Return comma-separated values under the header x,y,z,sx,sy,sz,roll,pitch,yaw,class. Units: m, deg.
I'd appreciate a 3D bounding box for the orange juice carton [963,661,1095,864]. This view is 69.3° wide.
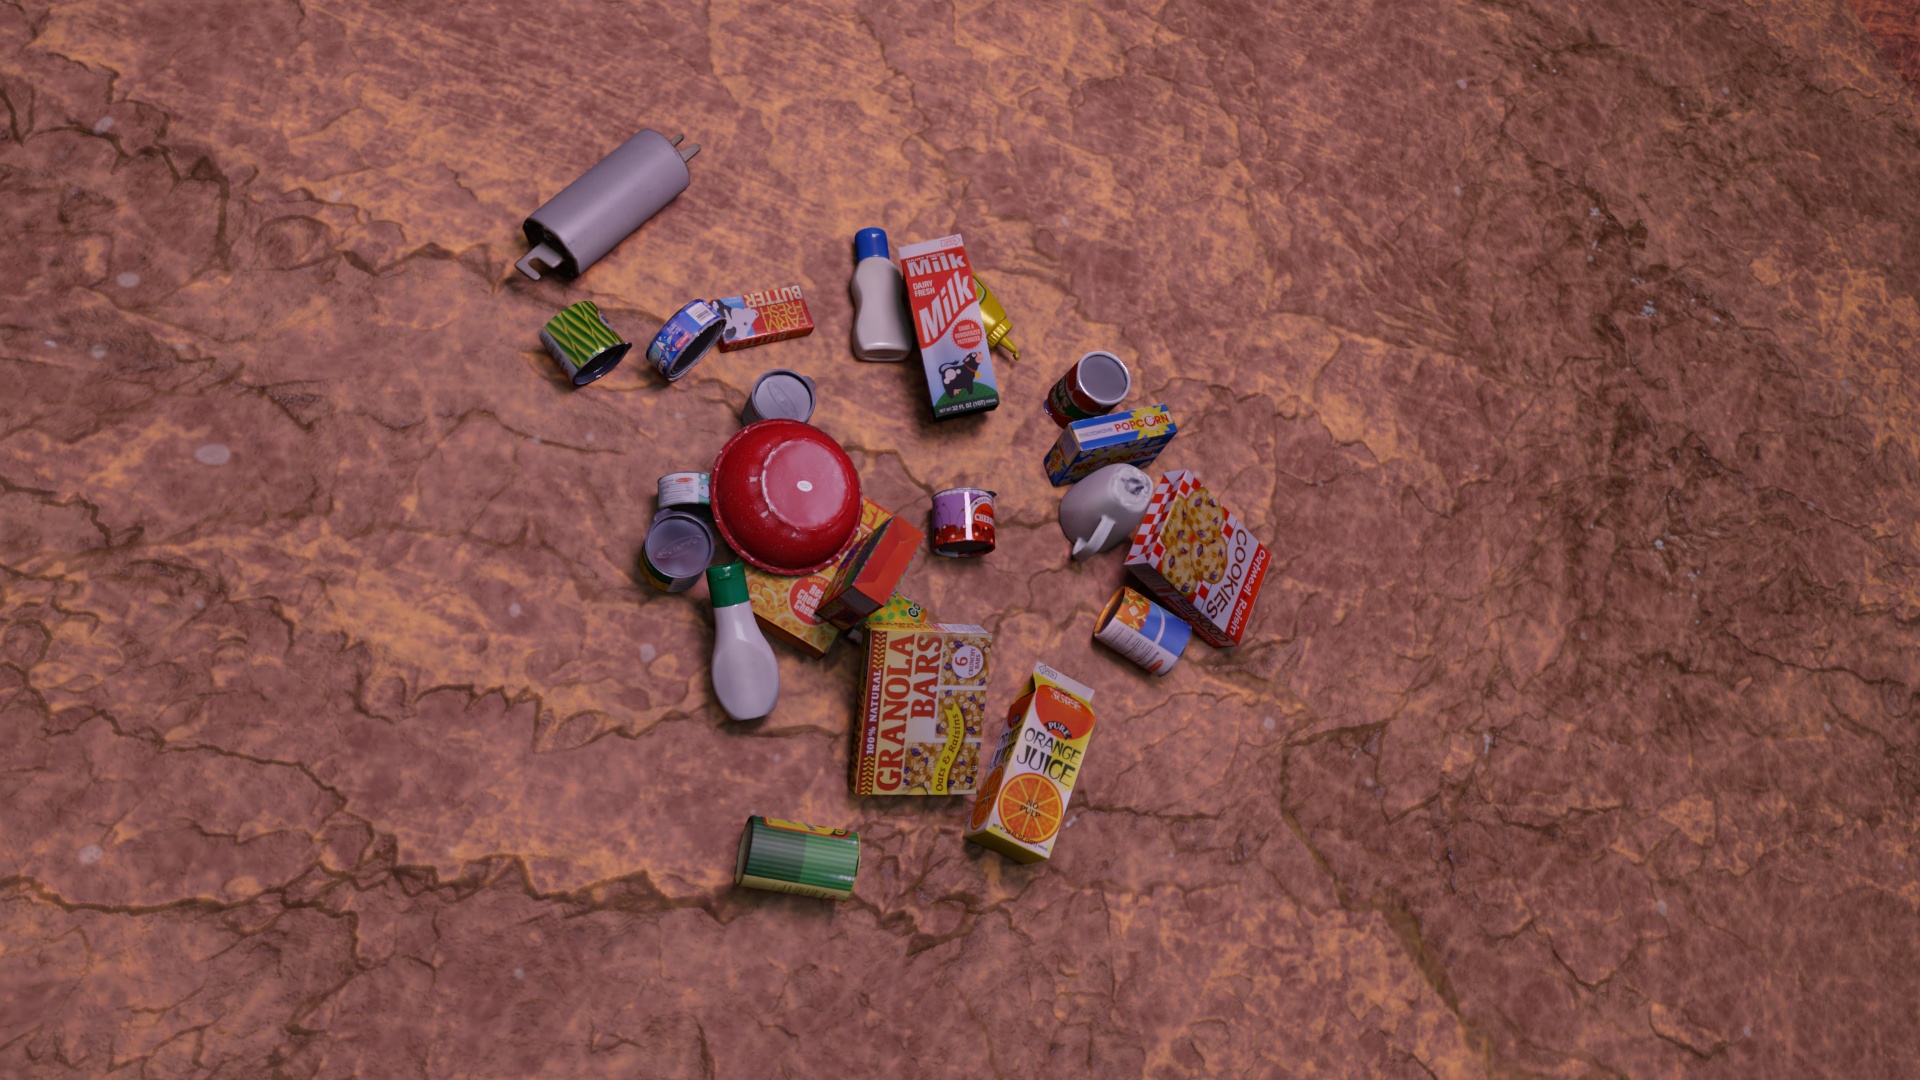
x,y,z,sx,sy,sz,roll,pitch,yaw,class
0.077,0.221,1.399,0.072,0.072,0.193,27,65,-9,orange juice carton

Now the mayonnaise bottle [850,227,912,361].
x,y,z,sx,sy,sz,roll,pitch,yaw,class
-0.091,-0.270,1.526,0.065,0.041,0.148,-1,71,-20,mayonnaise bottle

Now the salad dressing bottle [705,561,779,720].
x,y,z,sx,sy,sz,roll,pitch,yaw,class
-0.212,0.095,1.330,0.064,0.044,0.147,-10,96,-5,salad dressing bottle

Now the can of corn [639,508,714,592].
x,y,z,sx,sy,sz,roll,pitch,yaw,class
-0.278,0.010,1.353,0.071,0.058,0.071,6,71,-18,can of corn

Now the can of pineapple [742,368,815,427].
x,y,z,sx,sy,sz,roll,pitch,yaw,class
-0.186,-0.137,1.436,0.071,0.057,0.071,6,71,-18,can of pineapple

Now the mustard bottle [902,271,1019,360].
x,y,z,sx,sy,sz,roll,pitch,yaw,class
0.011,-0.260,1.553,0.160,0.048,0.065,42,69,-2,mustard bottle

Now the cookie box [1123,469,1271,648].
x,y,z,sx,sy,sz,roll,pitch,yaw,class
0.262,0.022,1.519,0.167,0.040,0.123,40,62,-29,cookie box

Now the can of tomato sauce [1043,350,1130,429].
x,y,z,sx,sy,sz,roll,pitch,yaw,class
0.141,-0.166,1.549,0.071,0.082,0.071,6,70,-18,can of tomato sauce

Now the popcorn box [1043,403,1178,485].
x,y,z,sx,sy,sz,roll,pitch,yaw,class
0.165,-0.105,1.534,0.127,0.084,0.038,-13,69,-23,popcorn box

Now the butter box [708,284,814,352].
x,y,z,sx,sy,sz,roll,pitch,yaw,class
-0.212,-0.237,1.479,0.104,0.024,0.053,-15,77,-23,butter box

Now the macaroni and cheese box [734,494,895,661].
x,y,z,sx,sy,sz,roll,pitch,yaw,class
-0.154,0.018,1.404,0.124,0.040,0.167,31,65,-8,macaroni and cheese box

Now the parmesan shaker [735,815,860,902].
x,y,z,sx,sy,sz,roll,pitch,yaw,class
-0.151,0.295,1.293,0.103,0.071,0.071,13,68,-15,parmesan shaker

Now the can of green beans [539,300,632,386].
x,y,z,sx,sy,sz,roll,pitch,yaw,class
-0.376,-0.197,1.384,0.071,0.071,0.058,-36,87,-26,can of green beans

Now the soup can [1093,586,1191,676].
x,y,z,sx,sy,sz,roll,pitch,yaw,class
0.195,0.095,1.489,0.084,0.071,0.071,32,65,-7,soup can

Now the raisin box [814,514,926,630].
x,y,z,sx,sy,sz,roll,pitch,yaw,class
-0.089,0.033,1.332,0.040,0.123,0.086,34,65,-11,raisin box

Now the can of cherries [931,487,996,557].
x,y,z,sx,sy,sz,roll,pitch,yaw,class
0.005,-0.018,1.457,0.071,0.071,0.058,4,71,-18,can of cherries

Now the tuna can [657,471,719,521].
x,y,z,sx,sy,sz,roll,pitch,yaw,class
-0.265,-0.042,1.373,0.071,0.071,0.033,3,73,-19,tuna can

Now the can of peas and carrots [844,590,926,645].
x,y,z,sx,sy,sz,roll,pitch,yaw,class
-0.073,0.081,1.396,0.059,0.070,0.071,32,65,-8,can of peas and carrots

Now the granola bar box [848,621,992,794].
x,y,z,sx,sy,sz,roll,pitch,yaw,class
-0.039,0.165,1.358,0.124,0.039,0.165,3,97,-19,granola bar box

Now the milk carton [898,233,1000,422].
x,y,z,sx,sy,sz,roll,pitch,yaw,class
-0.013,-0.228,1.487,0.072,0.073,0.190,-13,91,-2,milk carton
